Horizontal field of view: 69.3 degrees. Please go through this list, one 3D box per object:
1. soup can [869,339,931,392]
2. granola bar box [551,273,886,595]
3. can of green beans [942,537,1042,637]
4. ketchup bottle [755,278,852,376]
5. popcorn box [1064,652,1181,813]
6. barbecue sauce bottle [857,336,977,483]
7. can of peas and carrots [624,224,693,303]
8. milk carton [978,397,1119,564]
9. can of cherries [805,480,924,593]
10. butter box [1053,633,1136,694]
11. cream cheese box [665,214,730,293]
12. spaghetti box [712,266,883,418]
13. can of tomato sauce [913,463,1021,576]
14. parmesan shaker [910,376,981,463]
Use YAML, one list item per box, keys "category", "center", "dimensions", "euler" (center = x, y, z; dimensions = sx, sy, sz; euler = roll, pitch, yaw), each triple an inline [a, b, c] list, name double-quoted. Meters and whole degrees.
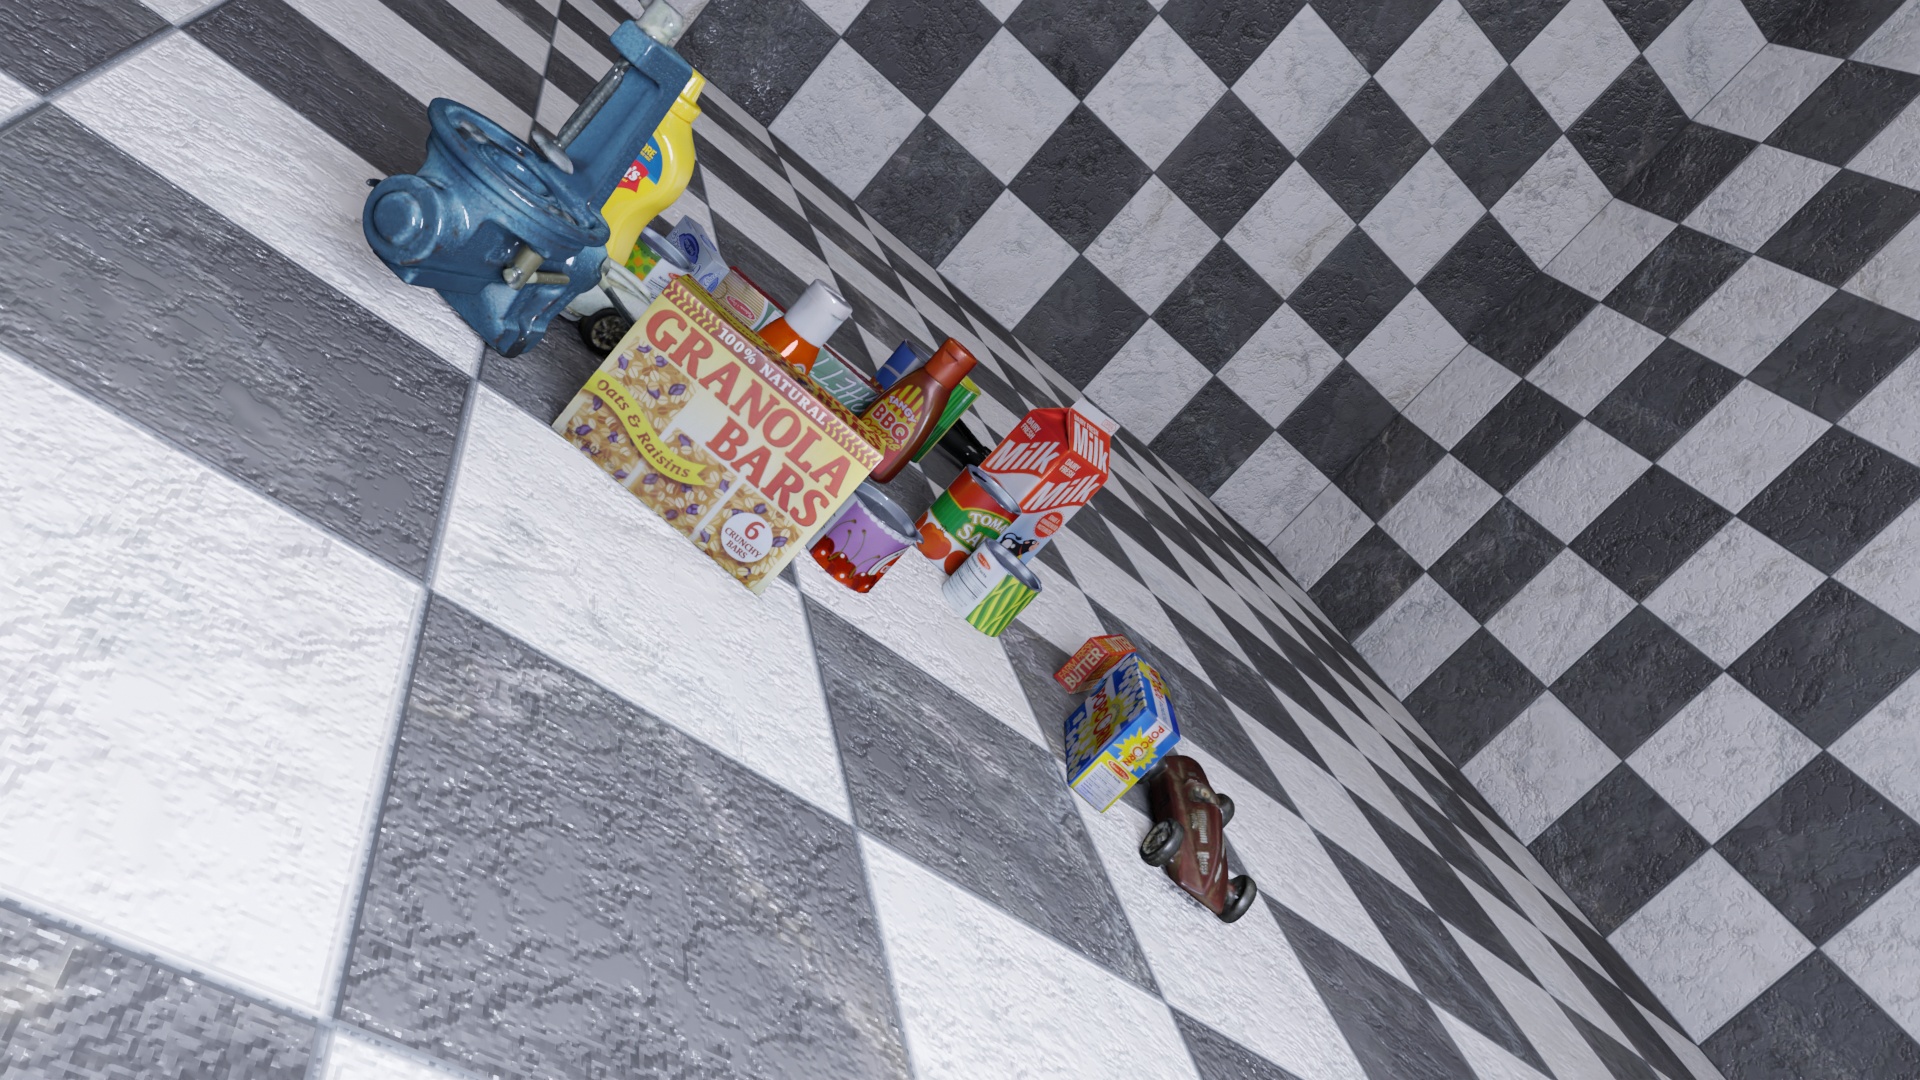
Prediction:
- category: "soup can"
  center: [-0.065, -0.174, 1.556]
  dimensions: [0.071, 0.083, 0.071]
  euler: [40, 13, -11]
- category: "granola bar box"
  center: [-0.148, -0.065, 0.868]
  dimensions: [0.165, 0.124, 0.039]
  euler: [41, 12, -9]
- category: "can of green beans"
  center: [0.027, 0.041, 1.195]
  dimensions: [0.071, 0.057, 0.071]
  euler: [40, 13, -11]
- category: "ketchup bottle"
  center: [-0.142, -0.129, 1.035]
  dimensions: [0.043, 0.148, 0.065]
  euler: [49, 14, 26]
- category: "popcorn box"
  center: [0.123, 0.147, 1.076]
  dimensions: [0.038, 0.085, 0.127]
  euler: [41, 13, -7]
- category: "barbecue sauce bottle"
  center: [-0.045, -0.126, 1.314]
  dimensions: [0.065, 0.148, 0.044]
  euler: [46, 13, 12]
- category: "can of peas and carrots"
  center: [-0.272, -0.230, 1.178]
  dimensions: [0.071, 0.058, 0.071]
  euler: [40, 13, -11]
- category: "milk carton"
  center: [0.069, -0.053, 1.324]
  dimensions: [0.072, 0.190, 0.074]
  euler: [29, 18, -47]
- category: "can of cherries"
  center: [-0.072, -0.001, 1.035]
  dimensions: [0.071, 0.058, 0.072]
  euler: [40, 13, -11]
- category: "butter box"
  center: [0.123, 0.112, 1.264]
  dimensions: [0.024, 0.053, 0.103]
  euler: [47, 13, 16]
- category: "cream cheese box"
  center: [-0.262, -0.270, 1.349]
  dimensions: [0.024, 0.053, 0.104]
  euler: [31, 17, -43]
- category: "spaghetti box"
  center: [-0.146, -0.172, 1.385]
  dimensions: [0.250, 0.050, 0.029]
  euler: [40, 13, -11]
- category: "can of tomato sauce"
  center: [0.004, -0.016, 1.254]
  dimensions: [0.071, 0.083, 0.071]
  euler: [40, 13, -11]
- category: "parmesan shaker"
  center: [-0.036, -0.141, 1.493]
  dimensions: [0.071, 0.103, 0.071]
  euler: [40, 13, -11]
